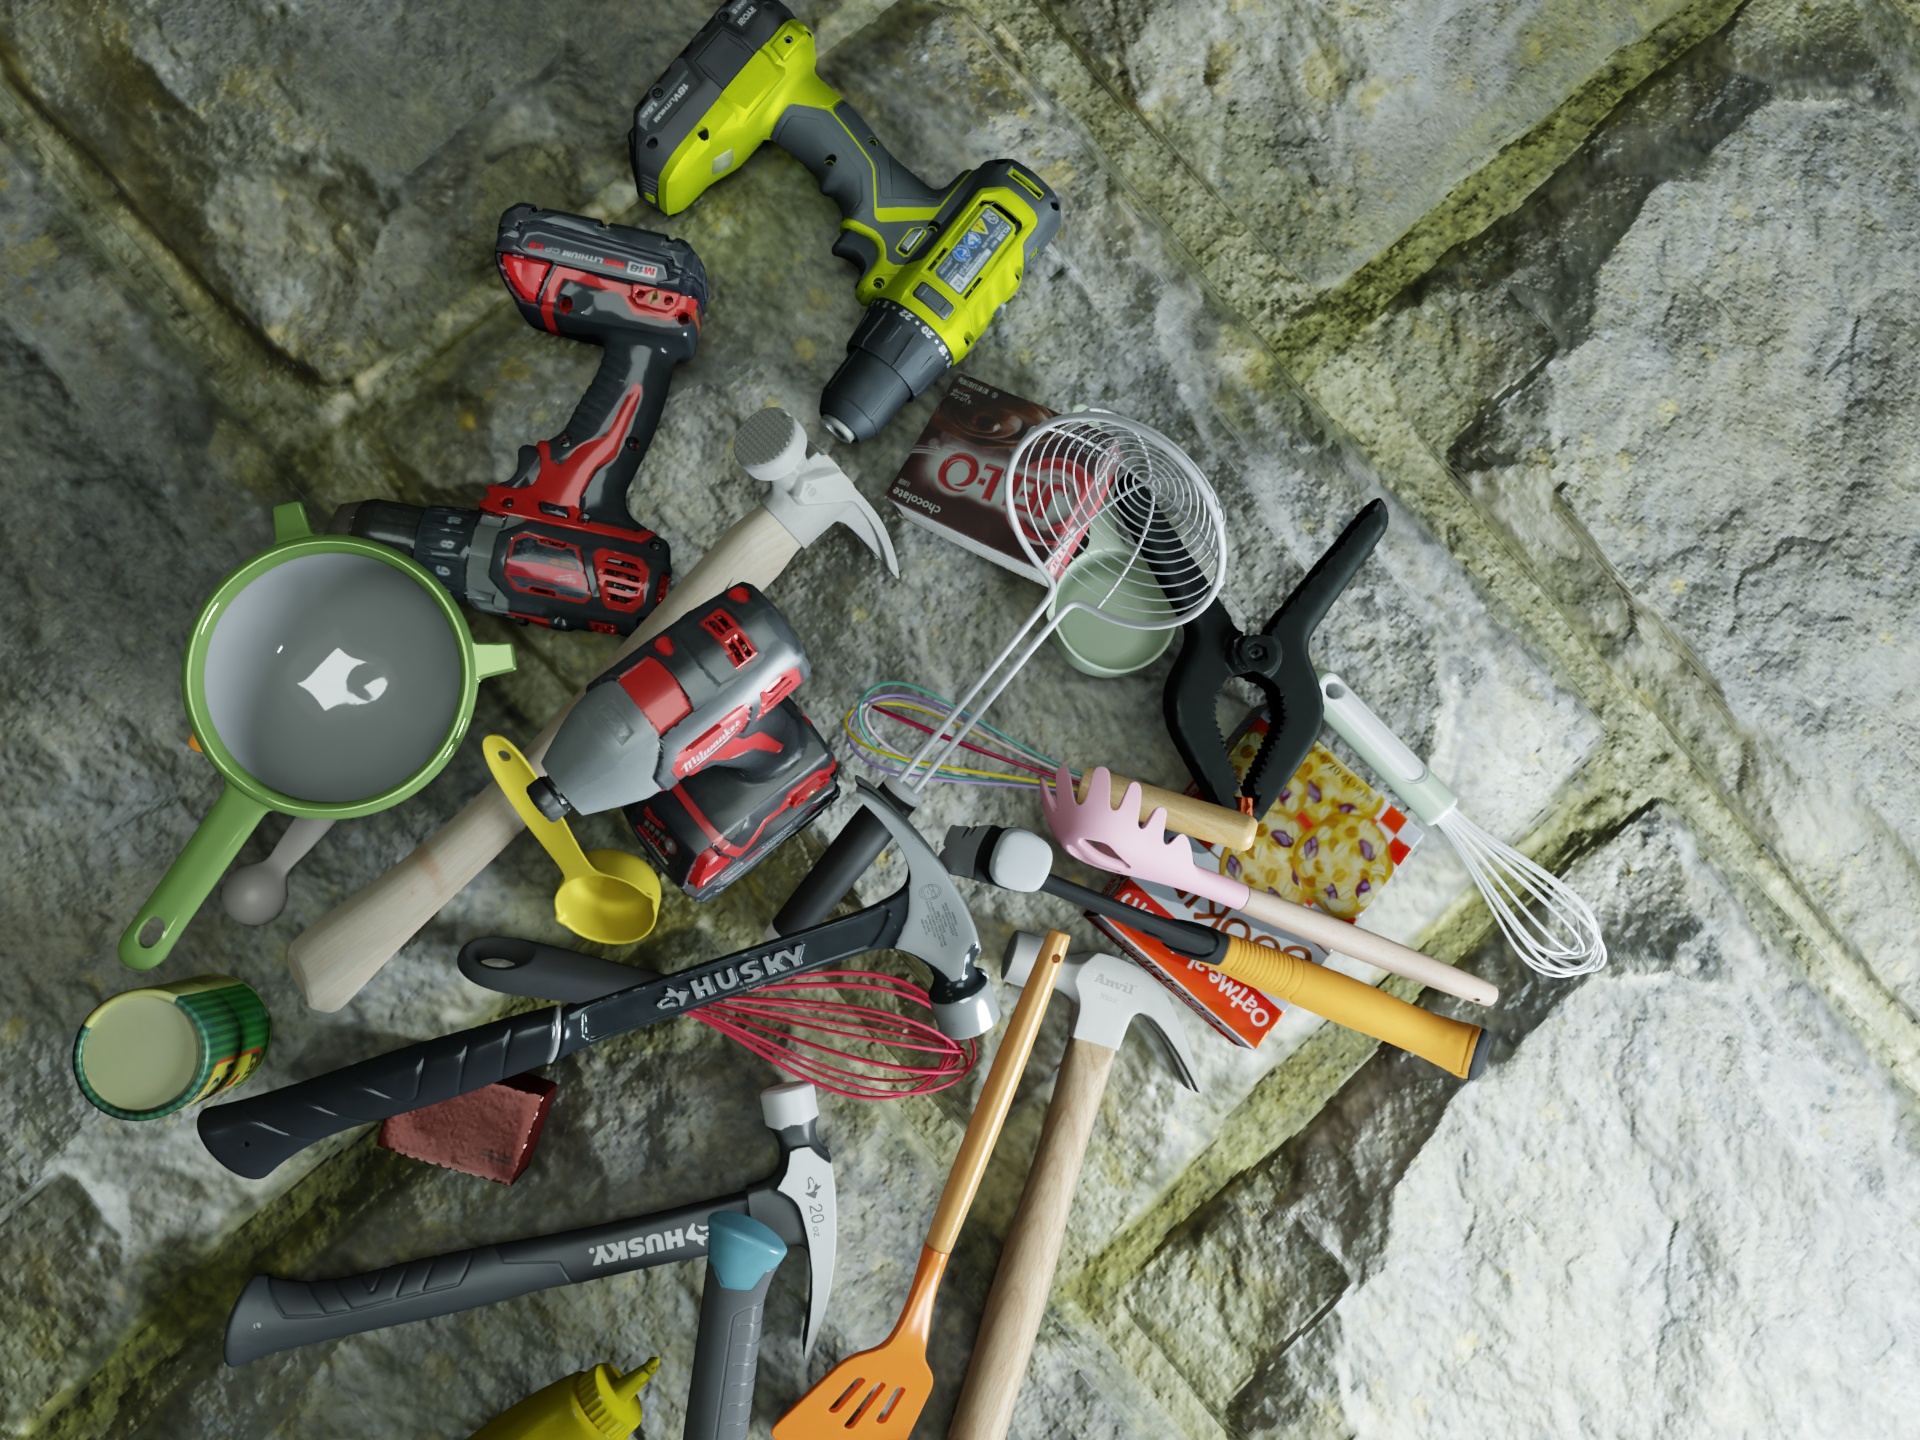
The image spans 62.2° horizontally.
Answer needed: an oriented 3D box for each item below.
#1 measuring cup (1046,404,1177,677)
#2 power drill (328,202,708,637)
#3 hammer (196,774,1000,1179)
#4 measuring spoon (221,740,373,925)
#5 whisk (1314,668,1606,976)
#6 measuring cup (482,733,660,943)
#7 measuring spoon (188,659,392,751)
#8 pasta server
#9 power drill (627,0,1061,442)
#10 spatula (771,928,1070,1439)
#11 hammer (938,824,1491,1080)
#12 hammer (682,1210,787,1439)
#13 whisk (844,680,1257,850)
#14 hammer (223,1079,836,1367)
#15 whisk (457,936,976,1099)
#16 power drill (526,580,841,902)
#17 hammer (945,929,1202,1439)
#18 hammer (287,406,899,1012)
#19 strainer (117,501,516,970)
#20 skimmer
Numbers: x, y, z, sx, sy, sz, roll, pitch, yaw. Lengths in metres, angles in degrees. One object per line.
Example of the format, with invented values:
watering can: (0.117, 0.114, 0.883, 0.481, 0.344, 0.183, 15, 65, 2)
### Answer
measuring cup: (0.082, -0.106, 0.958, 0.083, 0.038, 0.168, -6, 79, -9)
power drill: (-0.244, -0.168, 0.902, 0.188, 0.080, 0.227, 11, 86, -6)
hammer: (-0.193, 0.152, 0.821, 0.409, 0.036, 0.149, -18, 106, -1)
measuring spoon: (-0.368, 0.061, 0.891, 0.034, 0.018, 0.124, 36, 81, -2)
whisk: (0.297, 0.061, 0.963, 0.246, 0.059, 0.058, 46, 68, 4)
measuring cup: (-0.213, 0.060, 0.866, 0.062, 0.029, 0.156, -14, 125, 15)
measuring spoon: (-0.379, -0.008, 0.900, 0.117, 0.011, 0.021, -22, 88, -9)
pasta server: (0.181, 0.101, 0.895, 0.316, 0.060, 0.040, 22, 62, -20)
power drill: (-0.079, -0.293, 0.934, 0.228, 0.080, 0.190, 38, 81, -5)
spatula: (-0.008, 0.266, 0.883, 0.081, 0.041, 0.322, 23, 87, -23)
hammer: (0.146, 0.130, 0.880, 0.336, 0.127, 0.034, 23, 80, -15)
hammer: (-0.137, 0.429, 0.856, 0.128, 0.033, 0.331, 8, 93, -6)
whisk: (0.050, 0.027, 0.909, 0.245, 0.047, 0.051, 16, 97, 11)
hammer: (-0.231, 0.305, 0.878, 0.334, 0.035, 0.146, -10, 85, -8)
whisk: (-0.136, 0.160, 0.892, 0.296, 0.073, 0.073, 11, 83, 0)
power drill: (-0.137, 0.020, 0.817, 0.143, 0.219, 0.078, -38, 76, -9)
hammer: (0.046, 0.297, 0.915, 0.130, 0.031, 0.331, 18, 83, -5)
hammer: (-0.207, 0.011, 0.886, 0.410, 0.146, 0.038, -45, 57, 0)
strainer: (-0.363, 0.022, 0.861, 0.151, 0.069, 0.256, 34, 86, -3)
skimmer: (-0.001, -0.003, 0.844, 0.127, 0.090, 0.363, 40, 104, 3)
